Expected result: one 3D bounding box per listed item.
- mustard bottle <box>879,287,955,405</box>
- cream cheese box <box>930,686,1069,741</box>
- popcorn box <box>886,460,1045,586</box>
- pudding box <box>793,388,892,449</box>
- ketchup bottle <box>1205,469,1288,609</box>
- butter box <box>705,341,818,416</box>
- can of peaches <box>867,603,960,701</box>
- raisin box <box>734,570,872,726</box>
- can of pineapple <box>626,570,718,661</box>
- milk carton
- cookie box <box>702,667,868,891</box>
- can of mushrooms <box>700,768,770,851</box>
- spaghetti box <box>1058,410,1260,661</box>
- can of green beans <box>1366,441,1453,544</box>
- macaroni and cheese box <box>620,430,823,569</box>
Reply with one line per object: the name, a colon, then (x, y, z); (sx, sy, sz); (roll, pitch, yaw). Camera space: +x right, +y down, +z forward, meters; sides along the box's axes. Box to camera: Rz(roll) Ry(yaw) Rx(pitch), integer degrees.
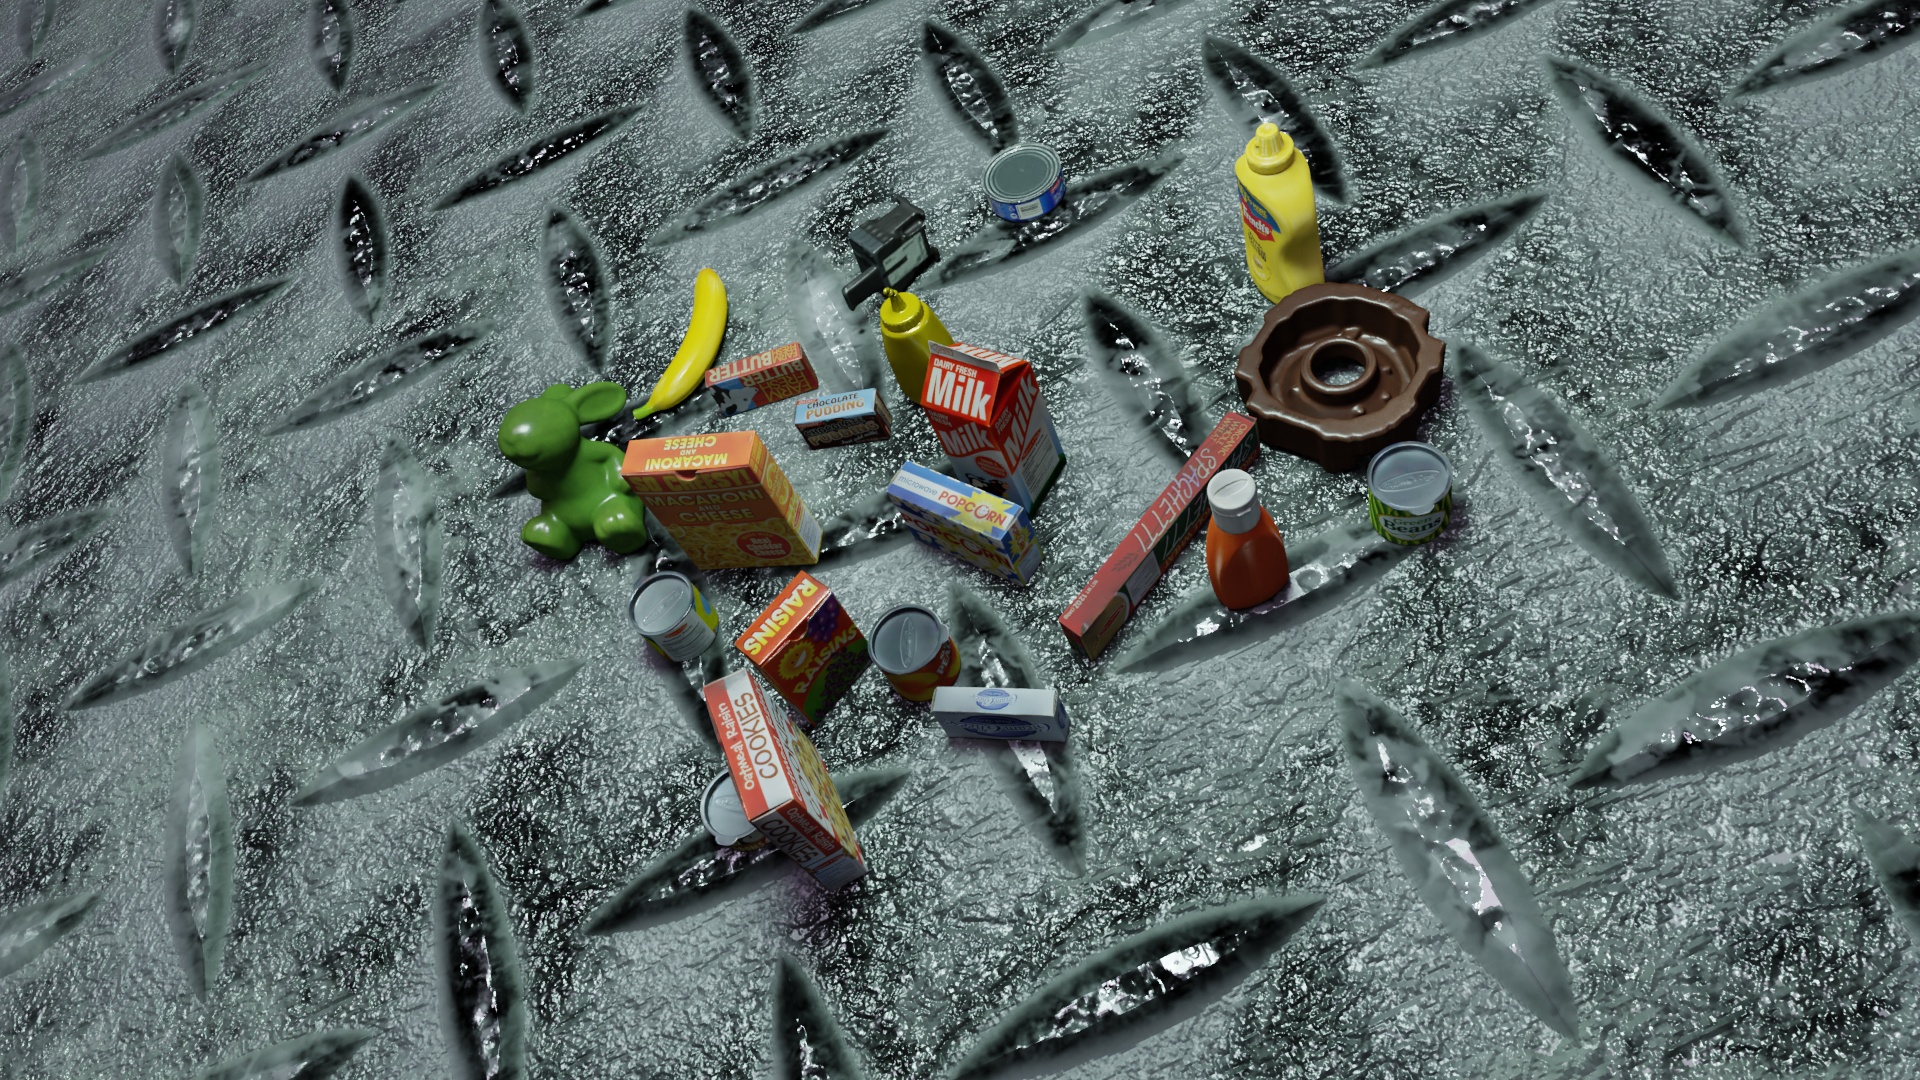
mustard bottle: (-0.040, -0.186, 1.299); (0.065, 0.159, 0.049); (4, 61, 21)
cream cheese box: (0.033, 0.142, 1.132); (0.104, 0.053, 0.024); (0, 59, 18)
popcorn box: (0.004, -0.015, 1.222); (0.127, 0.085, 0.038); (24, 69, 29)
pudding box: (-0.114, -0.118, 1.347); (0.083, 0.049, 0.030); (-7, 57, 14)
ketchup bottle: (0.224, -0.001, 1.103); (0.065, 0.148, 0.044); (-27, 55, 0)
butter box: (-0.200, -0.162, 1.401); (0.103, 0.053, 0.024); (-17, 55, 7)
can of peaches: (-0.036, 0.096, 1.181); (0.071, 0.058, 0.071); (-8, 57, 13)
raisin box: (-0.128, 0.093, 1.173); (0.040, 0.123, 0.086); (34, 74, 32)
can of pineapple: (-0.263, 0.069, 1.272); (0.071, 0.057, 0.071); (-8, 57, 13)
milk carton: (0.027, -0.105, 1.207); (0.072, 0.189, 0.074); (21, 67, 28)
cookie box: (-0.136, 0.190, 1.087); (0.040, 0.166, 0.123); (-28, 55, 0)
can of mushrooms: (-0.181, 0.226, 1.161); (0.071, 0.033, 0.071); (-8, 57, 13)
spaghetti box: (0.173, -0.007, 1.183); (0.029, 0.050, 0.251); (31, 72, 31)
can of green beans: (0.367, -0.038, 1.135); (0.071, 0.057, 0.071); (-8, 57, 13)
macaroni and cheese box: (-0.211, -0.032, 1.253); (0.124, 0.165, 0.040); (-3, 58, 16)
